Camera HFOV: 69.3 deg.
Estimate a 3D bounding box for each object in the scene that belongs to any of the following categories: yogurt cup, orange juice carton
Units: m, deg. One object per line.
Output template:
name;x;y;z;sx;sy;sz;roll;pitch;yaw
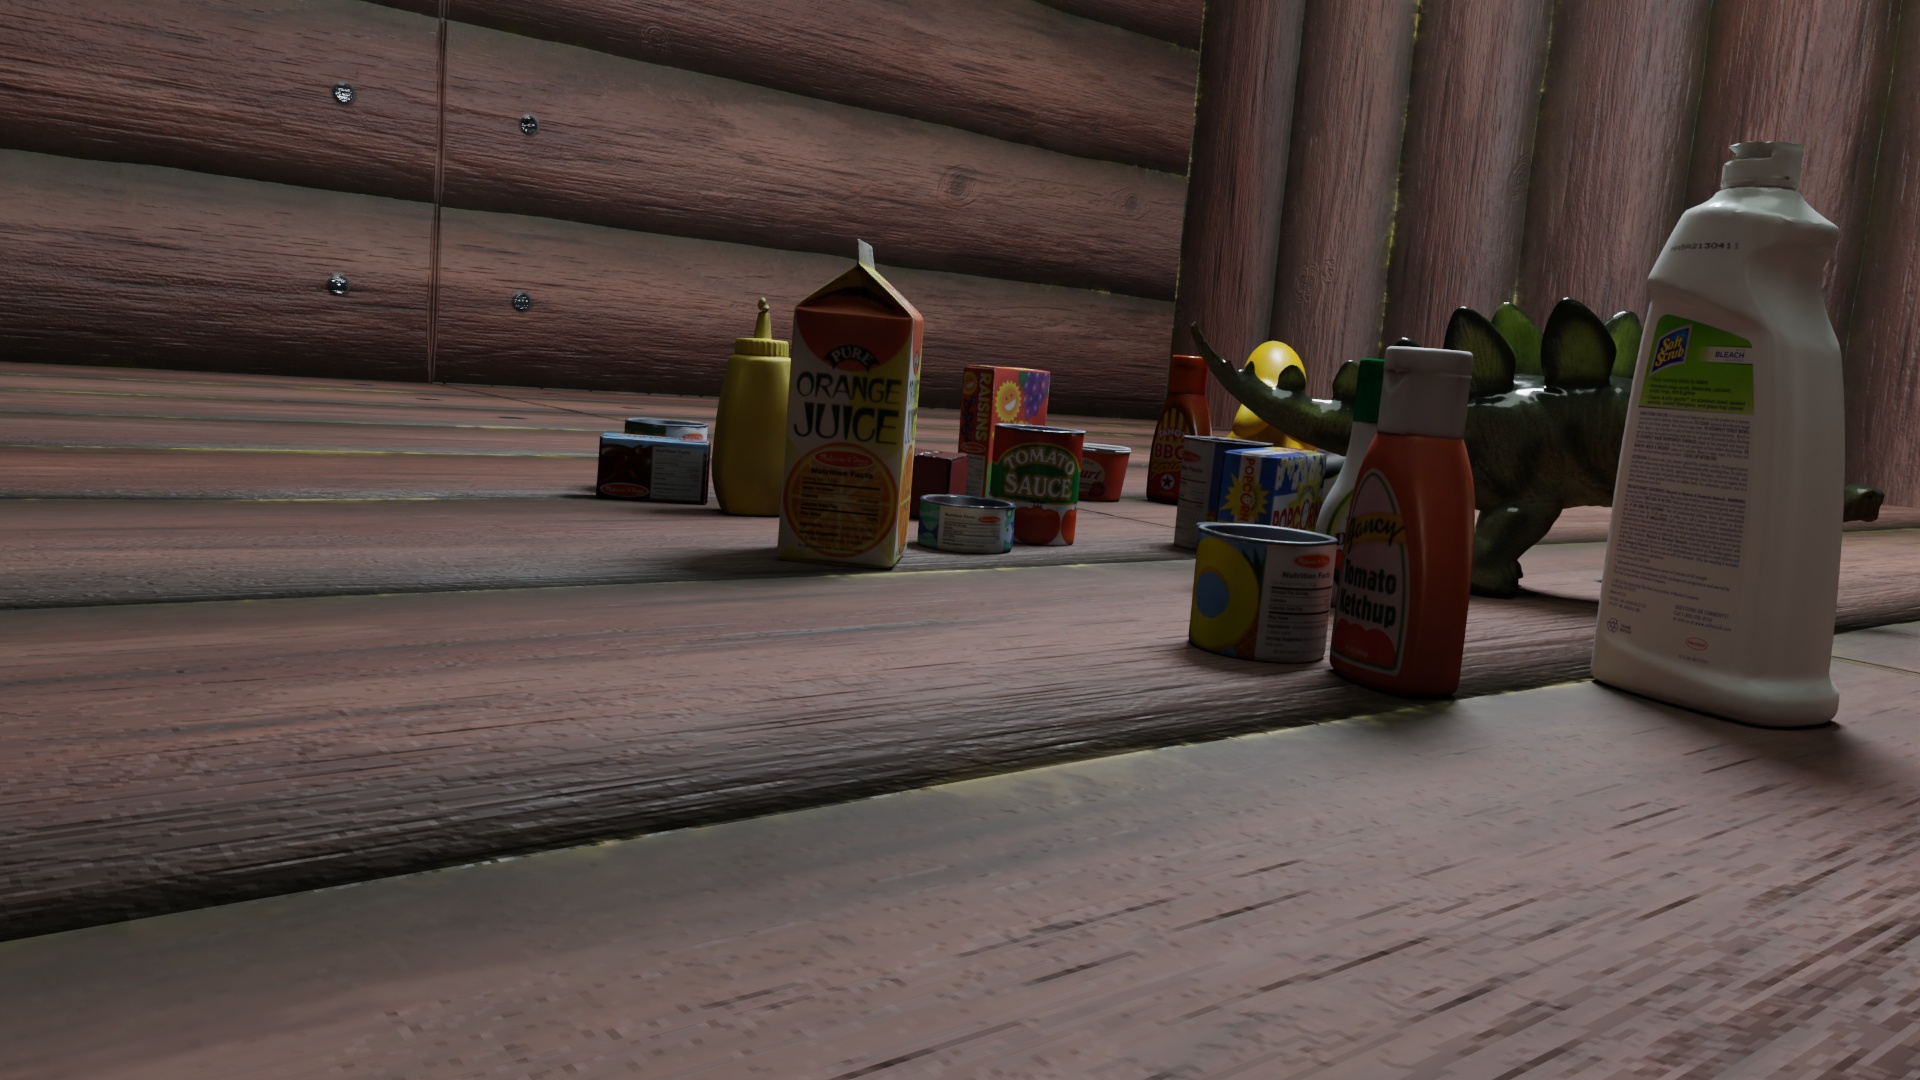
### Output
yogurt cup;0.133;-0.068;1.375;0.072;0.054;0.072;5;7;0
orange juice carton;-0.065;-0.084;0.846;0.073;0.192;0.072;5;7;3

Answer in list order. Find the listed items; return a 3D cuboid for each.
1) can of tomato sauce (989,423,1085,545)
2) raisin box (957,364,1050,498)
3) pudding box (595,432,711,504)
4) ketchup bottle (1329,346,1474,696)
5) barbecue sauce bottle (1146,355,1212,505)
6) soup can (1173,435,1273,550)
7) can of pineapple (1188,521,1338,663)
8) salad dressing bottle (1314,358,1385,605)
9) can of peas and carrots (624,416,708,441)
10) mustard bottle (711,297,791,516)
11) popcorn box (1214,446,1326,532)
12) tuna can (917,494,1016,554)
can of tomato sauce;0.054;-0.041;1.013;0.071;0.083;0.071;5;7;0
raisin box;0.039;-0.099;1.285;0.040;0.123;0.086;11;9;40
pudding box;-0.236;-0.056;1.069;0.084;0.049;0.030;3;7;-12
ketchup bottle;0.198;-0.010;0.611;0.043;0.148;0.065;2;7;-20
barbecue sauce bottle;0.224;-0.110;1.391;0.065;0.148;0.044;11;9;41
soup can;0.201;-0.035;1.054;0.071;0.083;0.071;5;7;0
can of pineapple;0.144;0.024;0.672;0.071;0.057;0.071;5;7;0
salad dressing bottle;0.246;-0.033;0.823;0.064;0.147;0.044;6;7;11
can of peas and carrots;-0.241;-0.068;1.127;0.071;0.058;0.071;5;7;0
mustard bottle;-0.149;-0.099;1.032;0.065;0.160;0.049;2;7;-23
popcorn box;0.205;-0.017;0.917;0.038;0.085;0.127;8;8;27
tuna can;0.003;-0.012;0.951;0.071;0.032;0.071;5;7;0
